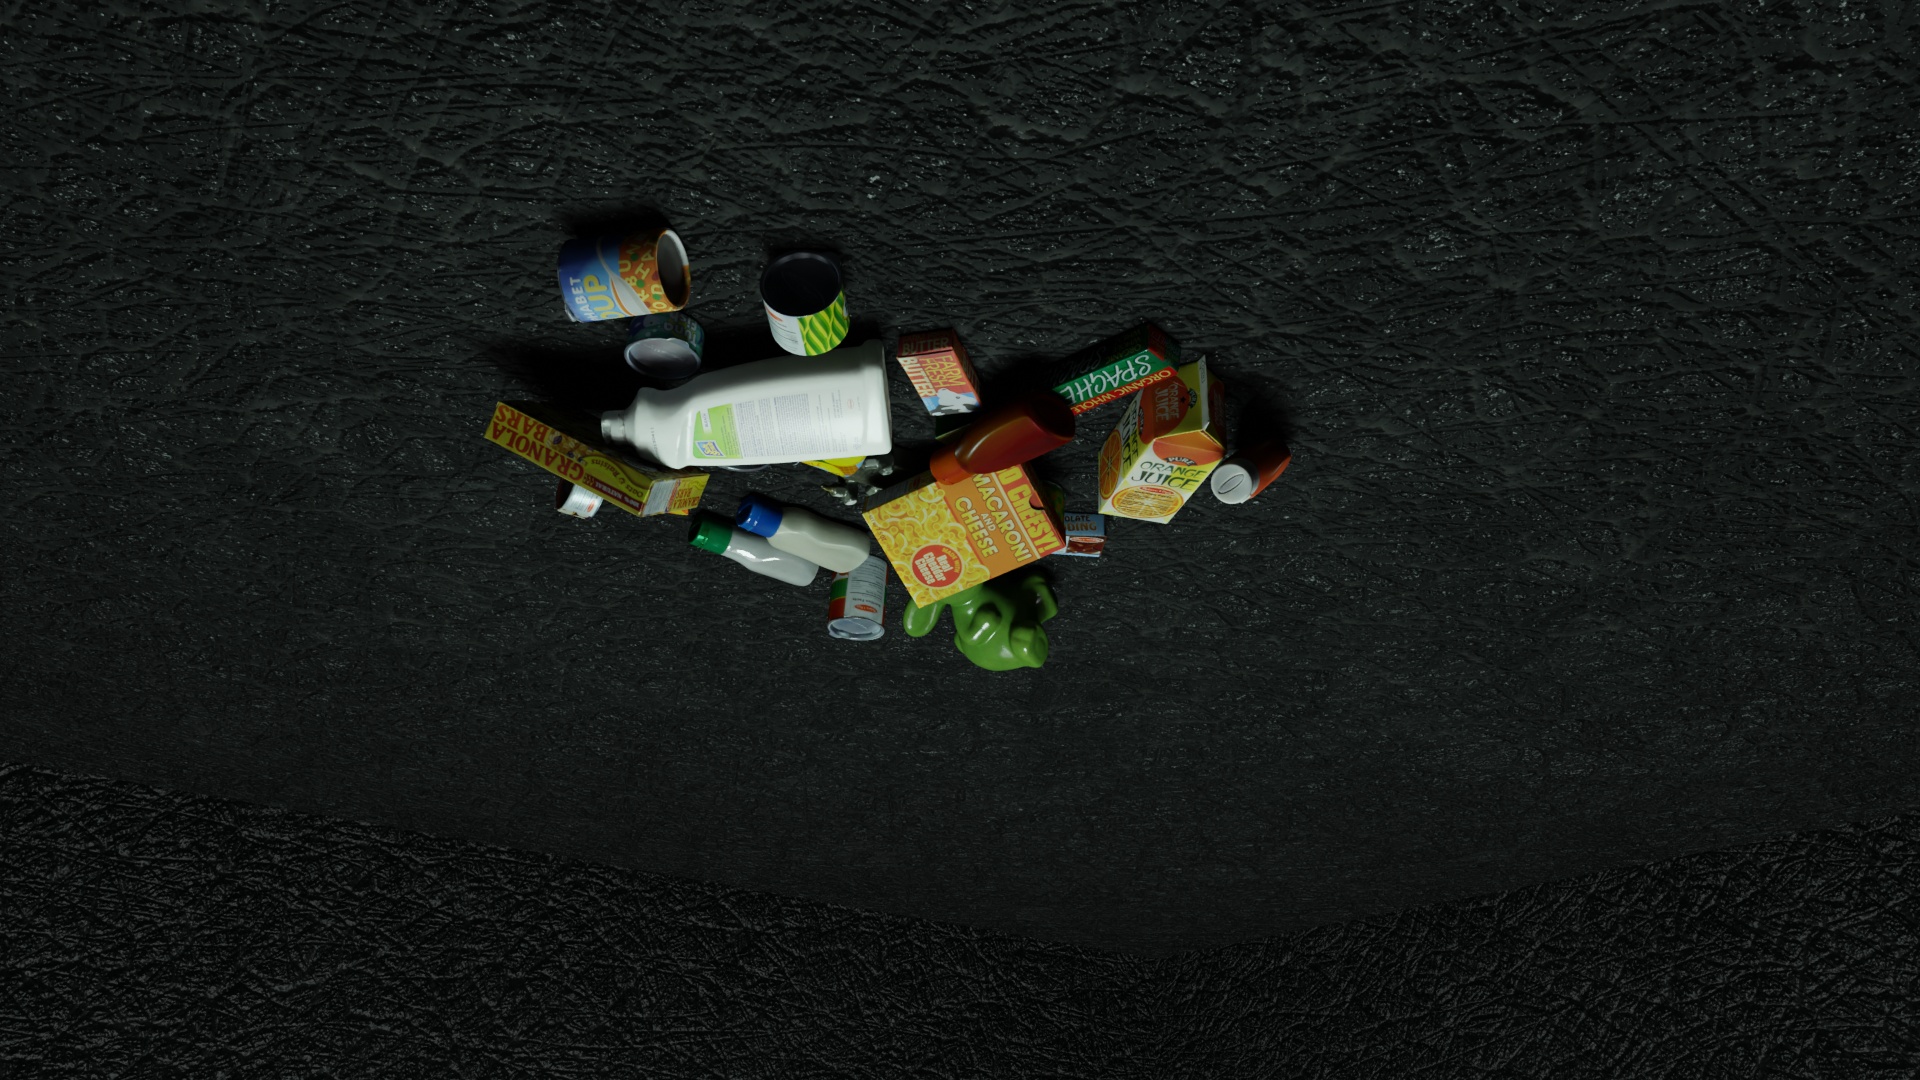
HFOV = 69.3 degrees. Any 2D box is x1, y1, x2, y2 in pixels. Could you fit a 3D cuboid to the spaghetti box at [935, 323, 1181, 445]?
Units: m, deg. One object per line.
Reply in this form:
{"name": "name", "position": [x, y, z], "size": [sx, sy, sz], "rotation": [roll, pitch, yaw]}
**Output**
{"name": "spaghetti box", "position": [0.083, -0.133, 1.261], "size": [0.249, 0.029, 0.050], "rotation": [-19, 146, 38]}

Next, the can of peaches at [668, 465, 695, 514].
{"name": "can of peaches", "position": [-0.300, -0.061, 1.403], "size": [0.058, 0.071, 0.071], "rotation": [7, 153, -8]}

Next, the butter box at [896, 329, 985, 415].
{"name": "butter box", "position": [-0.016, -0.149, 1.243], "size": [0.053, 0.024, 0.103], "rotation": [-5, 152, 16]}

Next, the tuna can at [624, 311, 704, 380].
{"name": "tuna can", "position": [-0.256, -0.172, 1.212], "size": [0.071, 0.033, 0.070], "rotation": [2, 153, 1]}

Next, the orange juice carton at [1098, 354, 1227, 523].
{"name": "orange juice carton", "position": [0.191, -0.092, 1.283], "size": [0.073, 0.072, 0.191], "rotation": [8, 153, -11]}

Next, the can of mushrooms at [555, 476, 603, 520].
{"name": "can of mushrooms", "position": [-0.387, -0.057, 1.420], "size": [0.033, 0.071, 0.070], "rotation": [19, 149, -29]}

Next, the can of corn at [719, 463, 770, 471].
{"name": "can of corn", "position": [-0.207, -0.107, 1.308], "size": [0.071, 0.058, 0.071], "rotation": [2, 153, 1]}

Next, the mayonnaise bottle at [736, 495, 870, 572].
{"name": "mayonnaise bottle", "position": [-0.174, -0.008, 1.523], "size": [0.148, 0.041, 0.064], "rotation": [24, 145, -33]}

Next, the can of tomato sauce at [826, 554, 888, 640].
{"name": "can of tomato sauce", "position": [-0.120, 0.066, 1.617], "size": [0.071, 0.083, 0.071], "rotation": [2, 153, 1]}

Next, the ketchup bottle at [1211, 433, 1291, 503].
{"name": "ketchup bottle", "position": [0.263, -0.062, 1.275], "size": [0.064, 0.043, 0.149], "rotation": [-38, 175, 24]}

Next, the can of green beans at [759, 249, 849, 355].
{"name": "can of green beans", "position": [-0.125, -0.192, 1.122], "size": [0.071, 0.071, 0.057], "rotation": [1, 154, 3]}

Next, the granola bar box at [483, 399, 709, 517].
{"name": "granola bar box", "position": [-0.328, -0.078, 1.270], "size": [0.166, 0.039, 0.124], "rotation": [26, -170, 9]}

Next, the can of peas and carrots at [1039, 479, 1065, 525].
{"name": "can of peas and carrots", "position": [0.077, -0.023, 1.448], "size": [0.071, 0.059, 0.070], "rotation": [3, 153, 1]}

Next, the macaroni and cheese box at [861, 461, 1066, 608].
{"name": "macaroni and cheese box", "position": [0.005, -0.017, 1.381], "size": [0.166, 0.040, 0.123], "rotation": [-23, 115, 15]}

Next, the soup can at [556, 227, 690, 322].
{"name": "soup can", "position": [-0.265, -0.208, 1.098], "size": [0.084, 0.071, 0.071], "rotation": [-4, 152, 14]}

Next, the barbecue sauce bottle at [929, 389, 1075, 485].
{"name": "barbecue sauce bottle", "position": [0.033, -0.090, 1.269], "size": [0.065, 0.044, 0.148], "rotation": [24, 147, -35]}

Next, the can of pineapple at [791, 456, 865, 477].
{"name": "can of pineapple", "position": [-0.123, -0.097, 1.308], "size": [0.058, 0.071, 0.070], "rotation": [19, 149, -29]}

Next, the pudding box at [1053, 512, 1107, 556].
{"name": "pudding box", "position": [0.114, -0.007, 1.507], "size": [0.084, 0.030, 0.049], "rotation": [3, 152, -1]}

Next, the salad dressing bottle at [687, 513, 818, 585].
{"name": "salad dressing bottle", "position": [-0.232, 0.009, 1.561], "size": [0.147, 0.044, 0.064], "rotation": [21, 150, -29]}
